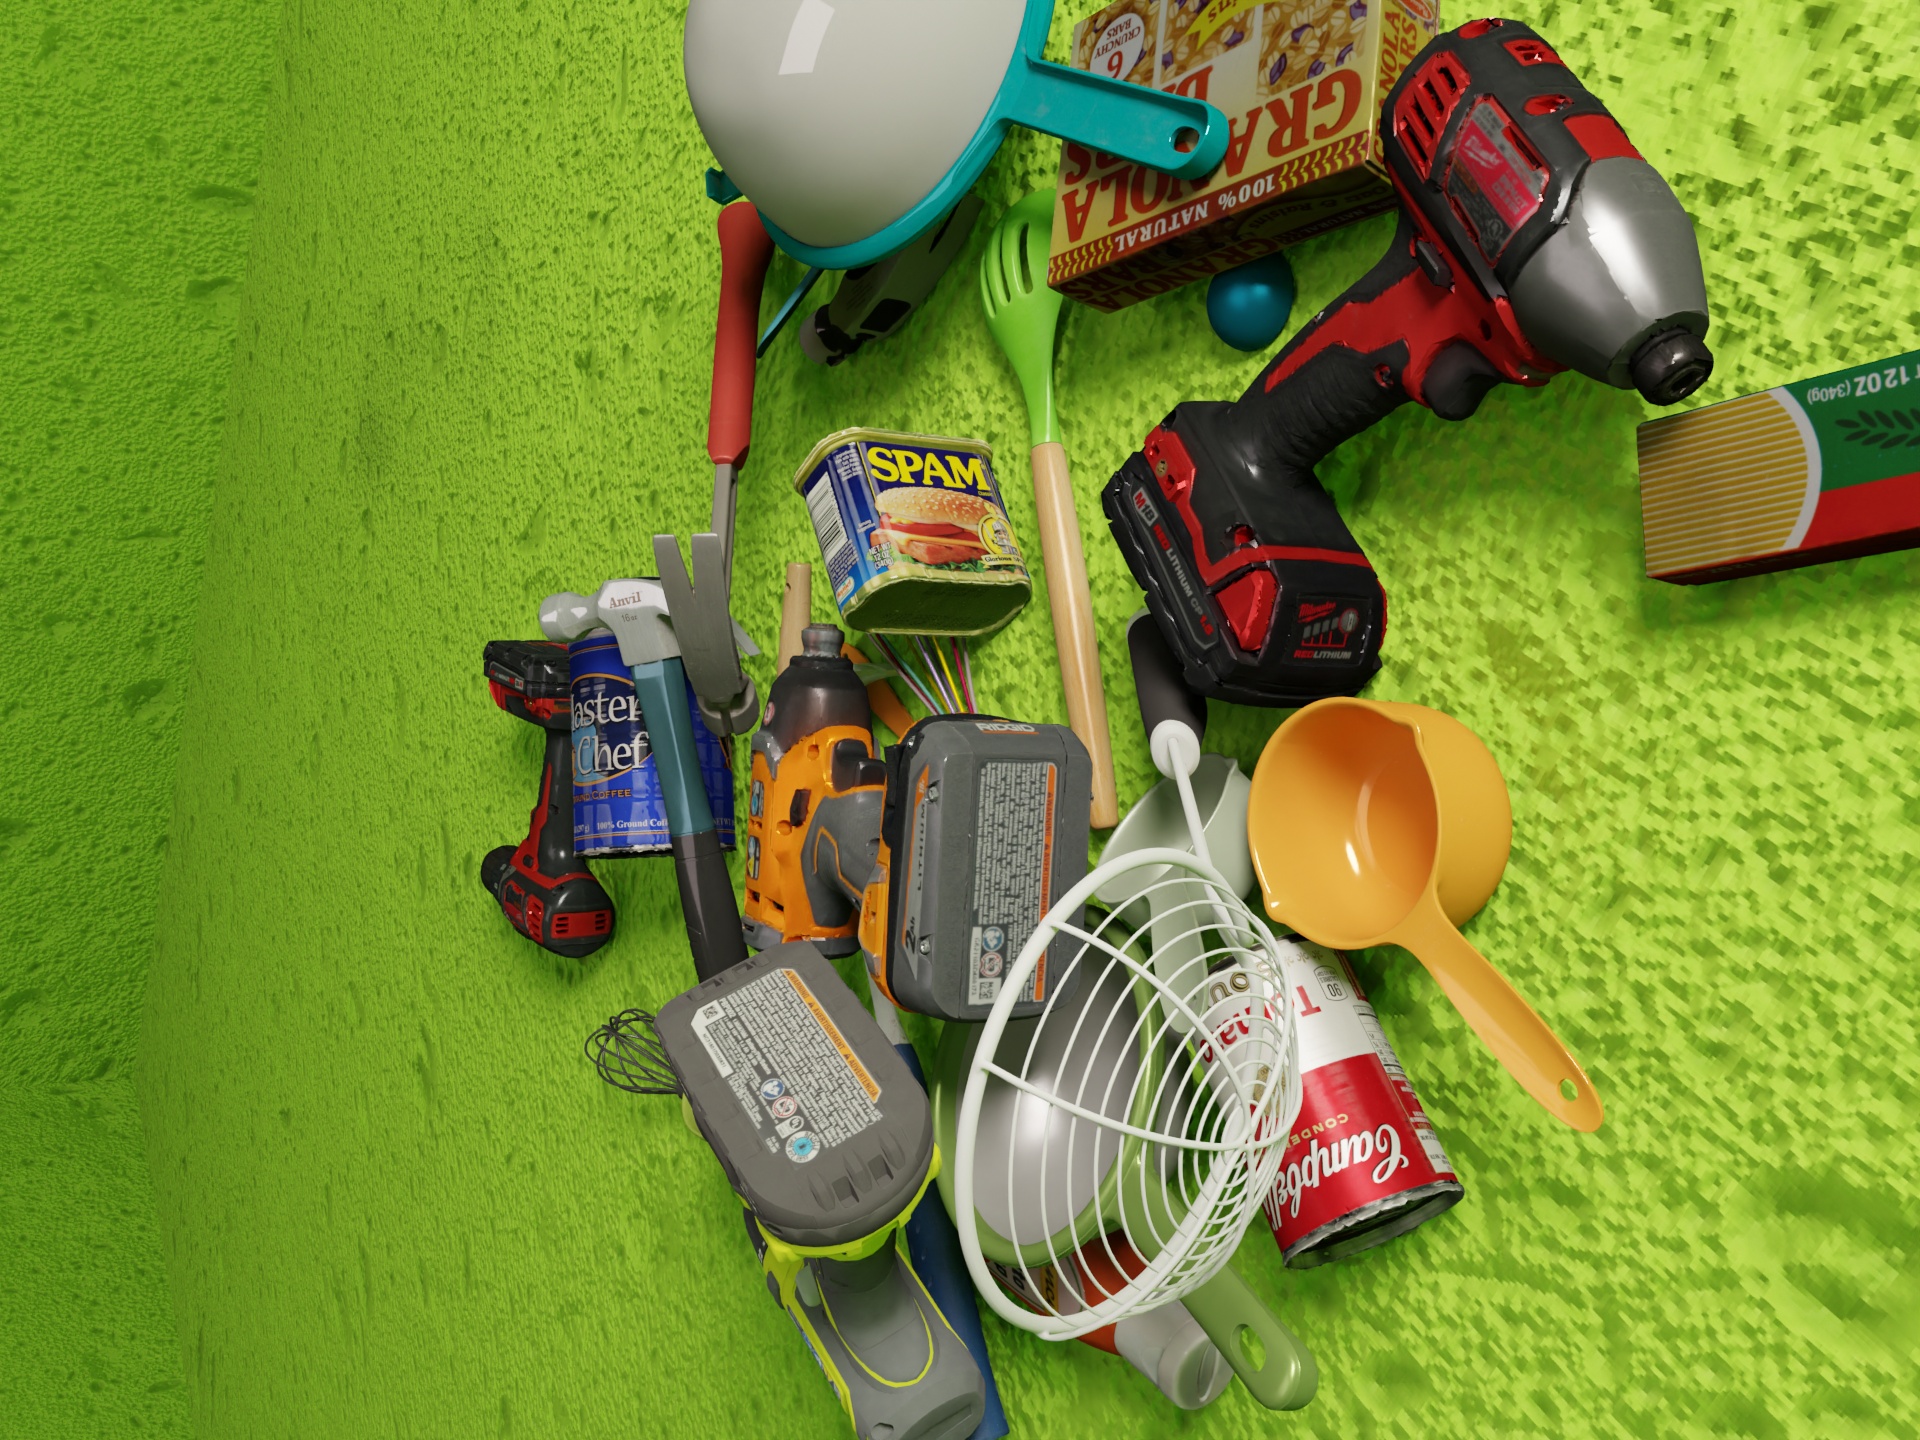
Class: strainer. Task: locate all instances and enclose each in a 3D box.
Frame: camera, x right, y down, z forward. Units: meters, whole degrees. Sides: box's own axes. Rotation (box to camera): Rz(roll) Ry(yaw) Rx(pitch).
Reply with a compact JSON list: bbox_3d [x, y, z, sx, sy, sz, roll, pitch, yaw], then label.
[{"bbox_3d":[0.076,0.176,0.631,0.151,0.069,0.257,-64,32,10],"label":"strainer"},{"bbox_3d":[-0.026,-0.295,0.685,0.341,0.095,0.211,39,108,44],"label":"strainer"}]

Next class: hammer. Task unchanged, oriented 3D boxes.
[{"bbox_3d":[-0.035,0.159,0.828,0.144,0.035,0.406,-42,56,54],"label":"hammer"},{"bbox_3d":[-0.129,-0.175,0.882,0.149,0.036,0.359,88,180,-54],"label":"hammer"},{"bbox_3d":[-0.057,-0.381,0.894,0.146,0.035,0.335,-23,70,53],"label":"hammer"},{"bbox_3d":[-0.153,0.078,0.923,0.128,0.033,0.331,-10,95,27],"label":"hammer"}]

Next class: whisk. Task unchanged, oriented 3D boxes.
[{"bbox_3d":[-0.001,-0.004,0.792,0.047,0.051,0.245,-48,54,35],"label":"whisk"},{"bbox_3d":[-0.175,0.235,1.023,0.239,0.055,0.055,12,98,51],"label":"whisk"}]

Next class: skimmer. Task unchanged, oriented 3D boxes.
[{"bbox_3d":[0.049,0.041,0.532,0.363,0.090,0.127,-86,-15,-65],"label":"skimmer"}]

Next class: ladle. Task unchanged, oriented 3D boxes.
[{"bbox_3d":[-0.107,0.074,0.859,0.078,0.062,0.320,13,101,49],"label":"ladle"}]

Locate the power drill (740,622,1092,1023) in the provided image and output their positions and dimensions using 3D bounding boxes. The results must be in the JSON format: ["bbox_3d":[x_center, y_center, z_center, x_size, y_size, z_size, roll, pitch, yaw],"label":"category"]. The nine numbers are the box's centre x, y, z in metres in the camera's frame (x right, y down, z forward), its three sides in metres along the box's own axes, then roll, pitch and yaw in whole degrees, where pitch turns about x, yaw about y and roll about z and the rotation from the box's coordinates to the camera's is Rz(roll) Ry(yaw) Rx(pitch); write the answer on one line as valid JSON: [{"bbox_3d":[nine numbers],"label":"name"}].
[{"bbox_3d":[-0.033,0.039,0.713,0.226,0.084,0.164,7,94,61],"label":"power drill"}]

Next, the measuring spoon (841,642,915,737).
[{"bbox_3d":[-0.046,-0.011,0.879,0.117,0.011,0.021,49,126,43],"label":"measuring spoon"}]

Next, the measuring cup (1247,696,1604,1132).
[{"bbox_3d":[0.169,0.064,0.539,0.174,0.052,0.095,56,132,37],"label":"measuring cup"}]

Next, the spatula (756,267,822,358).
[{"bbox_3d":[-0.061,-0.345,0.828,0.082,0.044,0.317,-122,42,-79],"label":"spatula"}]

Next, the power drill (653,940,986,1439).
[{"bbox_3d":[-0.067,0.207,0.713,0.191,0.080,0.228,46,154,40],"label":"power drill"}]

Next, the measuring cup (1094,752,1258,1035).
[{"bbox_3d":[0.090,0.073,0.595,0.083,0.038,0.168,-44,16,21],"label":"measuring cup"}]

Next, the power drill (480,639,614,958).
[{"bbox_3d":[-0.319,0.054,1.212,0.188,0.080,0.226,16,104,54],"label":"power drill"}]

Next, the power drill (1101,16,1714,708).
[{"bbox_3d":[0.149,-0.106,0.543,0.219,0.078,0.143,-53,48,42],"label":"power drill"}]

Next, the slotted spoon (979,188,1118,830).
[{"bbox_3d":[0.045,-0.104,0.744,0.070,0.031,0.314,-22,72,52],"label":"slotted spoon"}]

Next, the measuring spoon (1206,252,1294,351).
[{"bbox_3d":[0.107,-0.215,0.664,0.042,0.021,0.129,-31,64,50],"label":"measuring spoon"}]
